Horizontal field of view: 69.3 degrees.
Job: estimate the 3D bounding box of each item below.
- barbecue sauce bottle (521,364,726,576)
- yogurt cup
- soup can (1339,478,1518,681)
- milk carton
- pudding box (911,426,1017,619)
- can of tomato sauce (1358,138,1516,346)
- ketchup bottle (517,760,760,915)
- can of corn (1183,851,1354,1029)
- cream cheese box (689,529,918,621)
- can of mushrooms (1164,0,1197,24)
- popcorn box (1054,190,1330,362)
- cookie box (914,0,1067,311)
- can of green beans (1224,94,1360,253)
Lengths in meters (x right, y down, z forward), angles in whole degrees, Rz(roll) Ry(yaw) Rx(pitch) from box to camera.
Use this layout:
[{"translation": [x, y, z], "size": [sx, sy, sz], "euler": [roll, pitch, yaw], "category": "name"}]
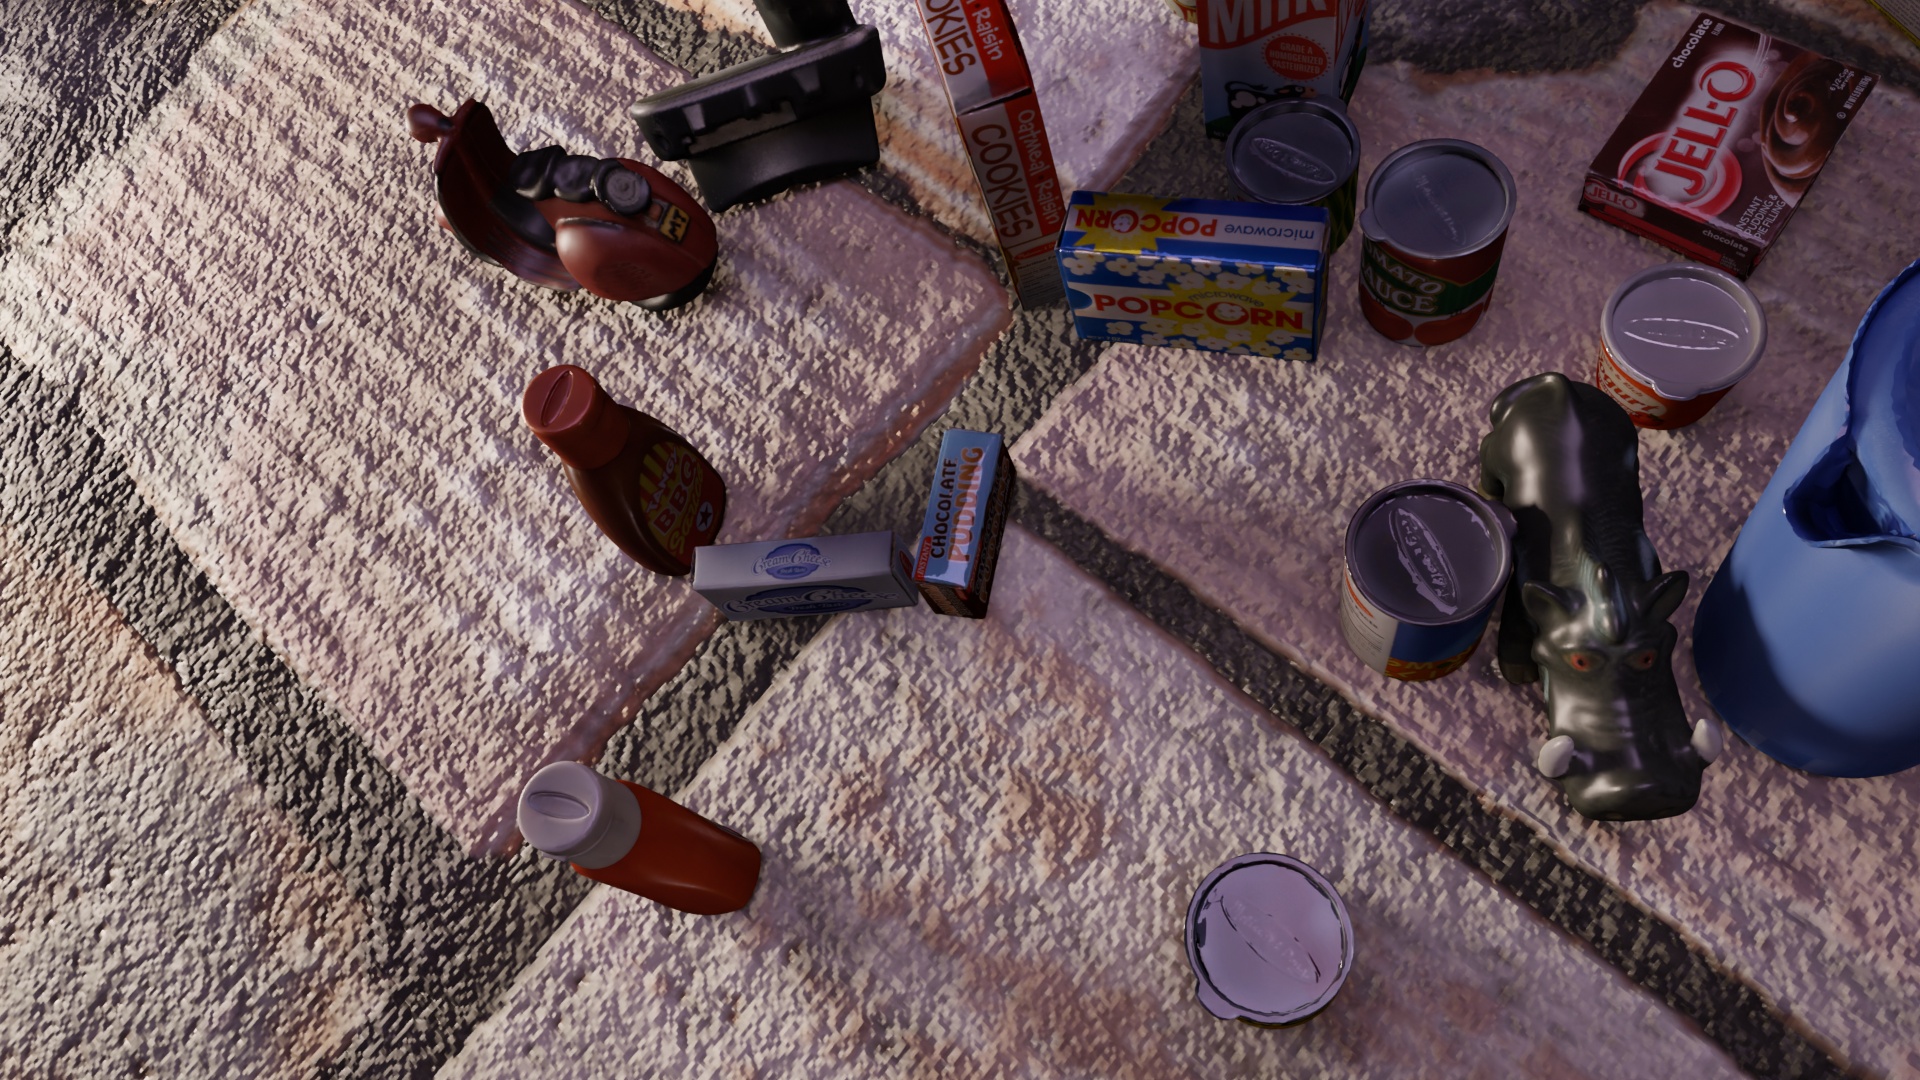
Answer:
[{"translation": [-0.164, -0.036, 0.682], "size": [0.044, 0.148, 0.065], "euler": [13, 71, 18], "category": "barbecue sauce bottle"}, {"translation": [0.328, -0.087, 0.642], "size": [0.072, 0.053, 0.072], "euler": [-5, 67, 11], "category": "yogurt cup"}, {"translation": [0.204, 0.019, 0.610], "size": [0.071, 0.083, 0.071], "euler": [-5, 67, 11], "category": "soup can"}, {"translation": [0.162, -0.280, 0.688], "size": [0.072, 0.190, 0.073], "euler": [17, 73, 19], "category": "milk carton"}, {"translation": [0.002, -0.009, 0.687], "size": [0.030, 0.049, 0.084], "euler": [7, 69, 16], "category": "pudding box"}, {"translation": [0.227, -0.141, 0.673], "size": [0.071, 0.083, 0.071], "euler": [-5, 67, 11], "category": "can of tomato sauce"}, {"translation": [-0.140, 0.131, 0.605], "size": [0.065, 0.148, 0.044], "euler": [8, 70, 16], "category": "ketchup bottle"}, {"translation": [0.126, 0.170, 0.577], "size": [0.071, 0.058, 0.071], "euler": [-5, 67, 11], "category": "can of corn"}, {"translation": [-0.076, 0.018, 0.691], "size": [0.104, 0.053, 0.024], "euler": [-5, 67, 11], "category": "cream cheese box"}, {"translation": [0.148, -0.331, 0.799], "size": [0.071, 0.033, 0.071], "euler": [-5, 67, 11], "category": "can of mushrooms"}, {"translation": [0.118, -0.131, 0.693], "size": [0.127, 0.085, 0.038], "euler": [8, 70, 16], "category": "popcorn box"}, {"translation": [0.018, -0.214, 0.705], "size": [0.040, 0.167, 0.123], "euler": [-19, 65, 5], "category": "cookie box"}, {"translation": [0.171, -0.184, 0.718], "size": [0.071, 0.057, 0.071], "euler": [-5, 67, 11], "category": "can of green beans"}]
